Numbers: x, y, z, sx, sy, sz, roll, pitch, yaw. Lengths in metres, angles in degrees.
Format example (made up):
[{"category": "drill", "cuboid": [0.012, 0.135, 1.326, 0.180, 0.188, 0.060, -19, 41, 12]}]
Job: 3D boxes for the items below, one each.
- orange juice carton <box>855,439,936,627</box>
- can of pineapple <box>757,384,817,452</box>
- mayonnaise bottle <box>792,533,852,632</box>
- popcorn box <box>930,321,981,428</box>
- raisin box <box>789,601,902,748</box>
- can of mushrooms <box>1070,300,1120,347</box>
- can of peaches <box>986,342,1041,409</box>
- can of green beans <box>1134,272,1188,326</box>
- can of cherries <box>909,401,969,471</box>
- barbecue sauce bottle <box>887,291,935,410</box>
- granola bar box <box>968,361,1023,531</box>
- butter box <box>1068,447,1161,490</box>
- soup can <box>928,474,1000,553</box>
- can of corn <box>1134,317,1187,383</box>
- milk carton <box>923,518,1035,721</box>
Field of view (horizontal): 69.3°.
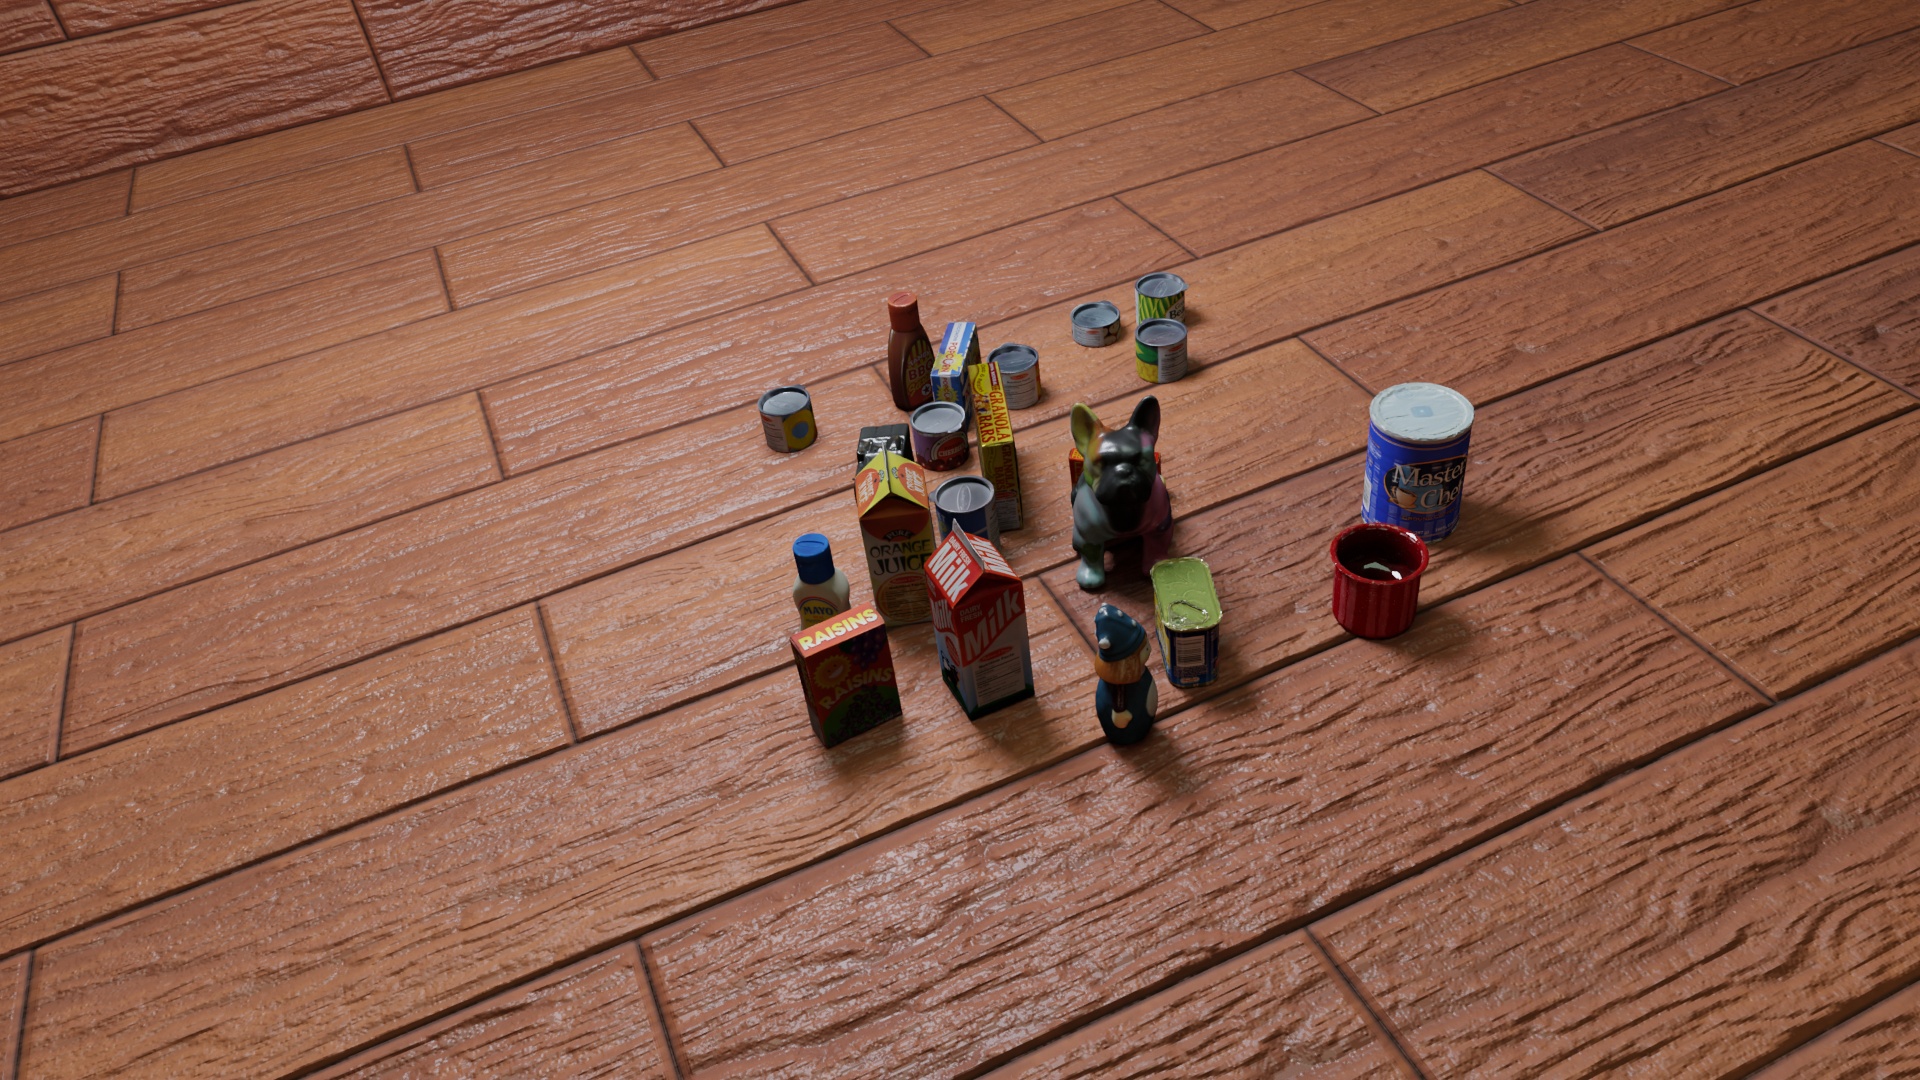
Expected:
[{"category": "orange juice carton", "cuboid": [-0.064, -0.007, 1.423, 0.073, 0.191, 0.072, -9, 39, -1]}, {"category": "can of pineapple", "cuboid": [-0.214, -0.152, 1.733, 0.071, 0.057, 0.071, -5, 39, 4]}, {"category": "mayonnaise bottle", "cuboid": [-0.138, 0.060, 1.389, 0.065, 0.147, 0.041, 2, 40, 12]}, {"category": "popcorn box", "cuboid": [-0.003, -0.206, 1.742, 0.038, 0.084, 0.127, 1, 40, 12]}, {"category": "raisin box", "cuboid": [-0.107, 0.128, 1.320, 0.086, 0.122, 0.040, -23, 41, -18]}, {"category": "can of mushrooms", "cuboid": [0.182, -0.289, 1.854, 0.071, 0.033, 0.071, -5, 39, 4]}, {"category": "can of peaches", "cuboid": [0.068, -0.208, 1.753, 0.071, 0.057, 0.071, -5, 39, 4]}, {"category": "can of green beans", "cuboid": [0.267, -0.316, 1.853, 0.071, 0.057, 0.071, -5, 39, 4]}, {"category": "can of cherries", "cuboid": [-0.023, -0.124, 1.665, 0.071, 0.058, 0.072, -5, 39, 4]}, {"category": "barbecue sauce bottle", "cuboid": [-0.064, -0.239, 1.743, 0.065, 0.147, 0.044, -35, 46, -29]}, {"category": "granola bar box", "cuboid": [0.040, -0.108, 1.584, 0.039, 0.123, 0.166, -8, 39, 0]}, {"category": "butter box", "cuboid": [0.176, -0.076, 1.578, 0.103, 0.052, 0.024, 4, 41, 15]}, {"category": "soup can", "cuboid": [0.005, -0.019, 1.513, 0.071, 0.083, 0.072, -5, 39, 4]}, {"category": "can of corn", "cuboid": [0.254, -0.242, 1.764, 0.071, 0.058, 0.071, -5, 39, 4]}, {"category": "milk carton", "cuboid": [0.017, 0.072, 1.315, 0.073, 0.189, 0.072, -20, 40, -15]}]
